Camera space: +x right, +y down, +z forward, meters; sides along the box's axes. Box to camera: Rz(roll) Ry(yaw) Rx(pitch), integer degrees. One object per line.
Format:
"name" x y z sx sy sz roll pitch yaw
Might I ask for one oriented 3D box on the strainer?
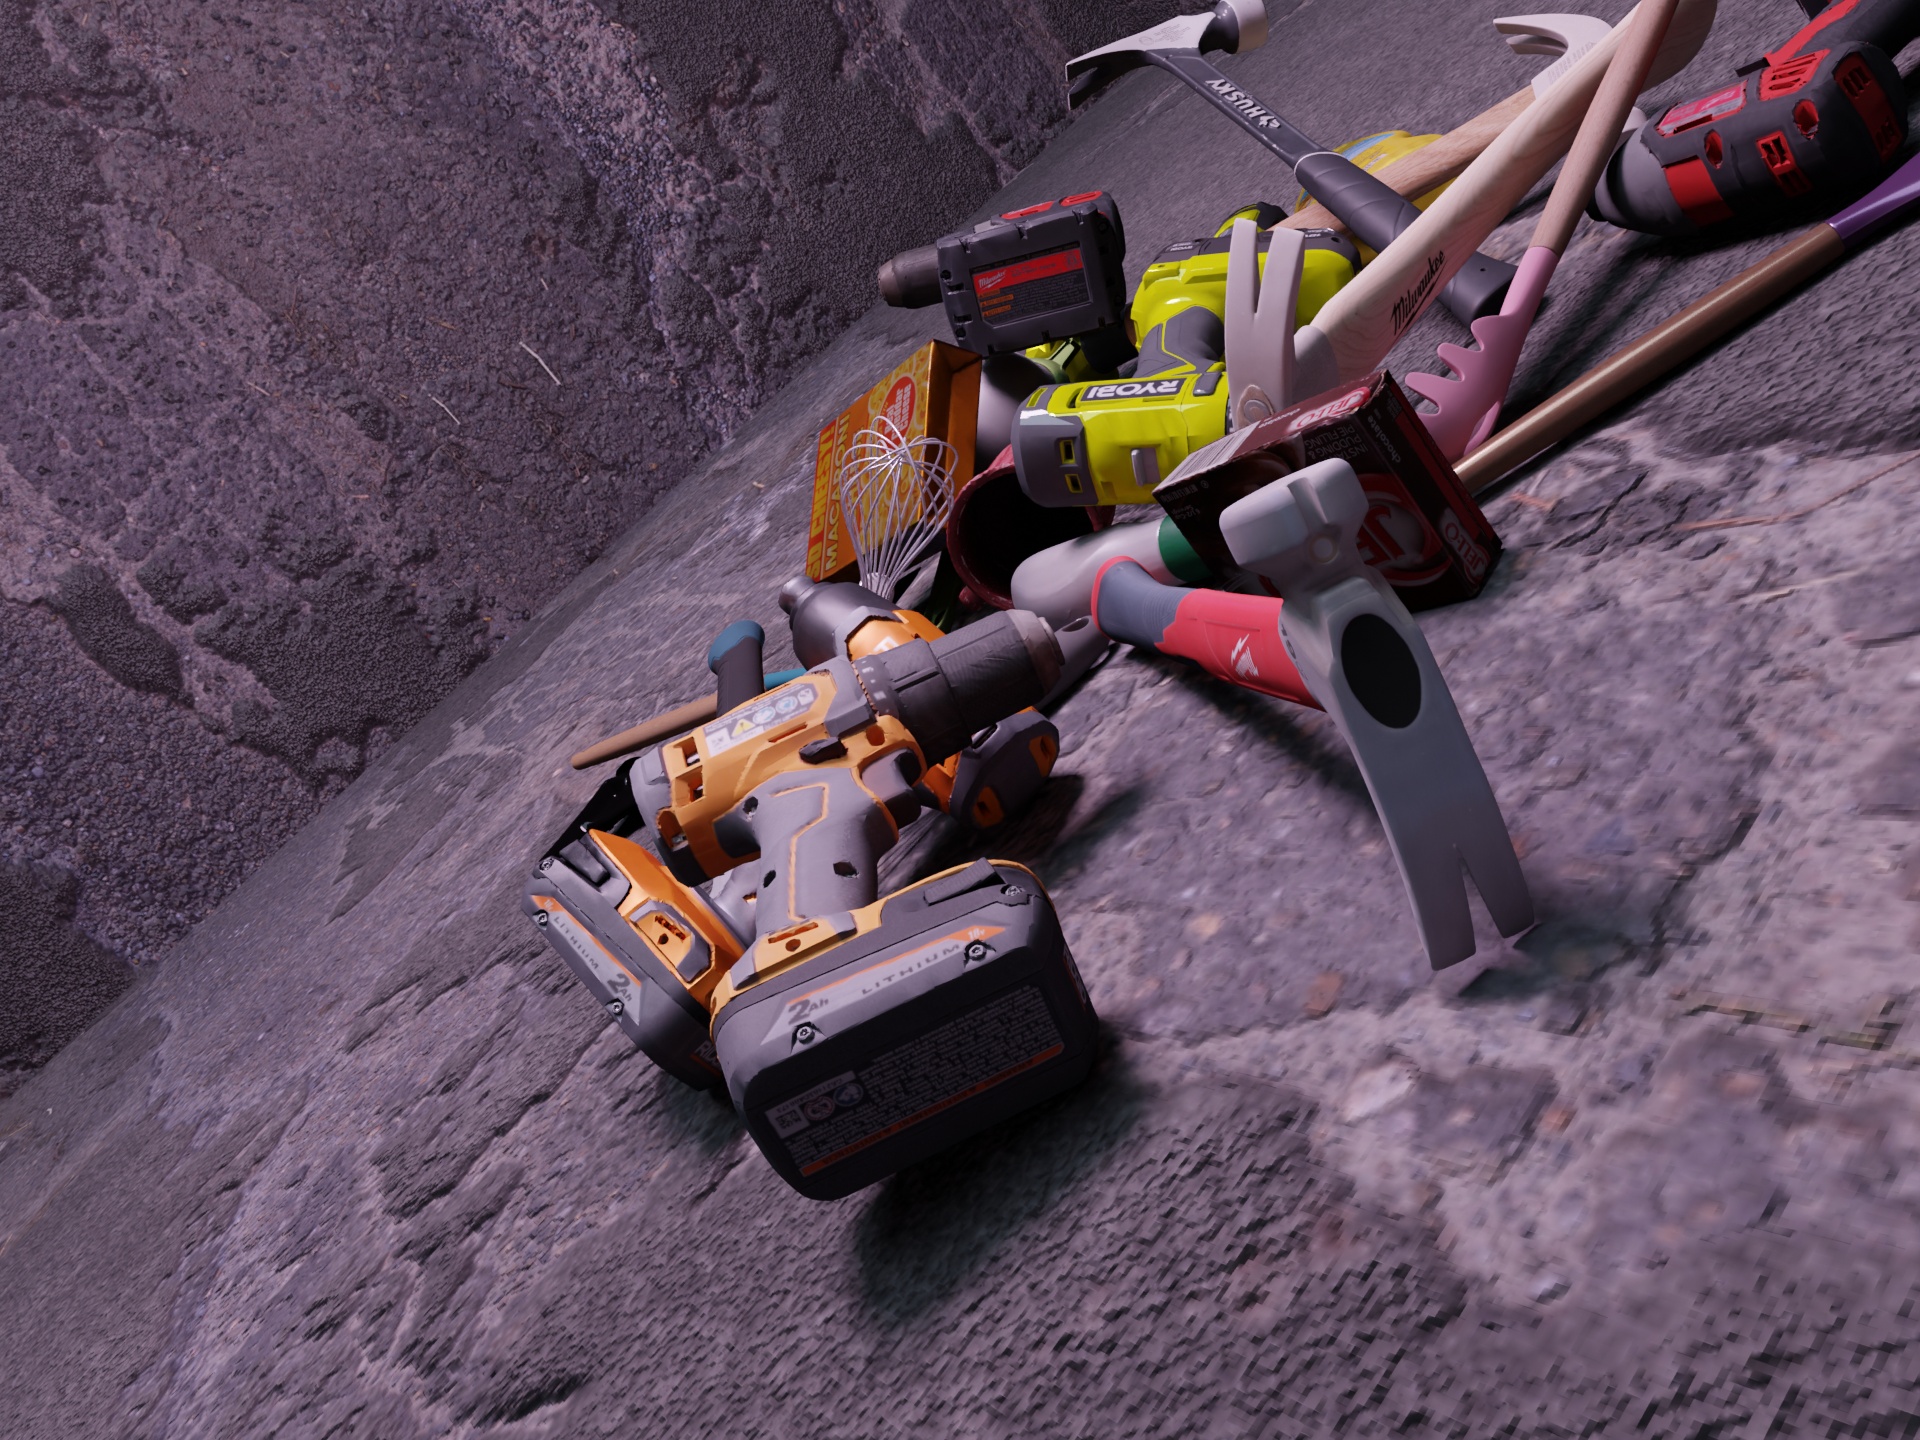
"strainer" -0.010 -0.166 1.075 0.151 0.069 0.257 -18 45 37

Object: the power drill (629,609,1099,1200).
"power drill" -0.021 0.046 0.597 0.185 0.084 0.226 -25 35 -3

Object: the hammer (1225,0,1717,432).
"hammer" 0.253 -0.261 0.744 0.038 0.146 0.411 26 59 34

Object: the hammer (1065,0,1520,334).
"hammer" 0.197 -0.330 0.930 0.149 0.036 0.409 -20 45 -8

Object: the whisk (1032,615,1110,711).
"whisk" -0.017 0.023 0.803 0.239 0.055 0.055 -38 18 -9

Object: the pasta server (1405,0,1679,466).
"pasta server" 0.267 -0.235 0.723 0.040 0.060 0.316 22 76 23

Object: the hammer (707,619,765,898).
"hammer" -0.133 0.025 0.960 0.128 0.033 0.331 -37 28 12

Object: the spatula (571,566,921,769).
"spatula" -0.164 -0.028 1.157 0.317 0.044 0.082 -21 10 23

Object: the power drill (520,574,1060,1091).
"power drill" -0.087 0.038 0.735 0.226 0.084 0.164 -44 62 -9

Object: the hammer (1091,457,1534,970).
"hammer" 0.104 -0.019 0.610 0.038 0.143 0.386 -26 7 -1

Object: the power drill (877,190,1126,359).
"power drill" 0.027 -0.318 1.127 0.188 0.080 0.227 -12 22 7

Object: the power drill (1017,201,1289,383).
"power drill" 0.129 -0.272 1.149 0.223 0.080 0.171 -19 32 41

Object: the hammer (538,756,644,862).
"hammer" -0.158 0.025 1.082 0.337 0.034 0.127 -25 23 38

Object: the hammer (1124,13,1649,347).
"hammer" 0.242 -0.314 0.967 0.331 0.031 0.130 -22 55 34

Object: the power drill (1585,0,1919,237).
"power drill" 0.388 -0.307 0.728 0.220 0.078 0.143 -49 20 -17

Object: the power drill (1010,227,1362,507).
"power drill" 0.151 -0.189 0.863 0.190 0.080 0.229 1 36 25

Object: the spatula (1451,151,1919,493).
"spatula" 0.324 -0.178 0.637 0.316 0.018 0.060 -34 16 14

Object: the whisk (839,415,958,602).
"whisk" -0.048 -0.090 0.959 0.070 0.070 0.284 -48 -9 -22
